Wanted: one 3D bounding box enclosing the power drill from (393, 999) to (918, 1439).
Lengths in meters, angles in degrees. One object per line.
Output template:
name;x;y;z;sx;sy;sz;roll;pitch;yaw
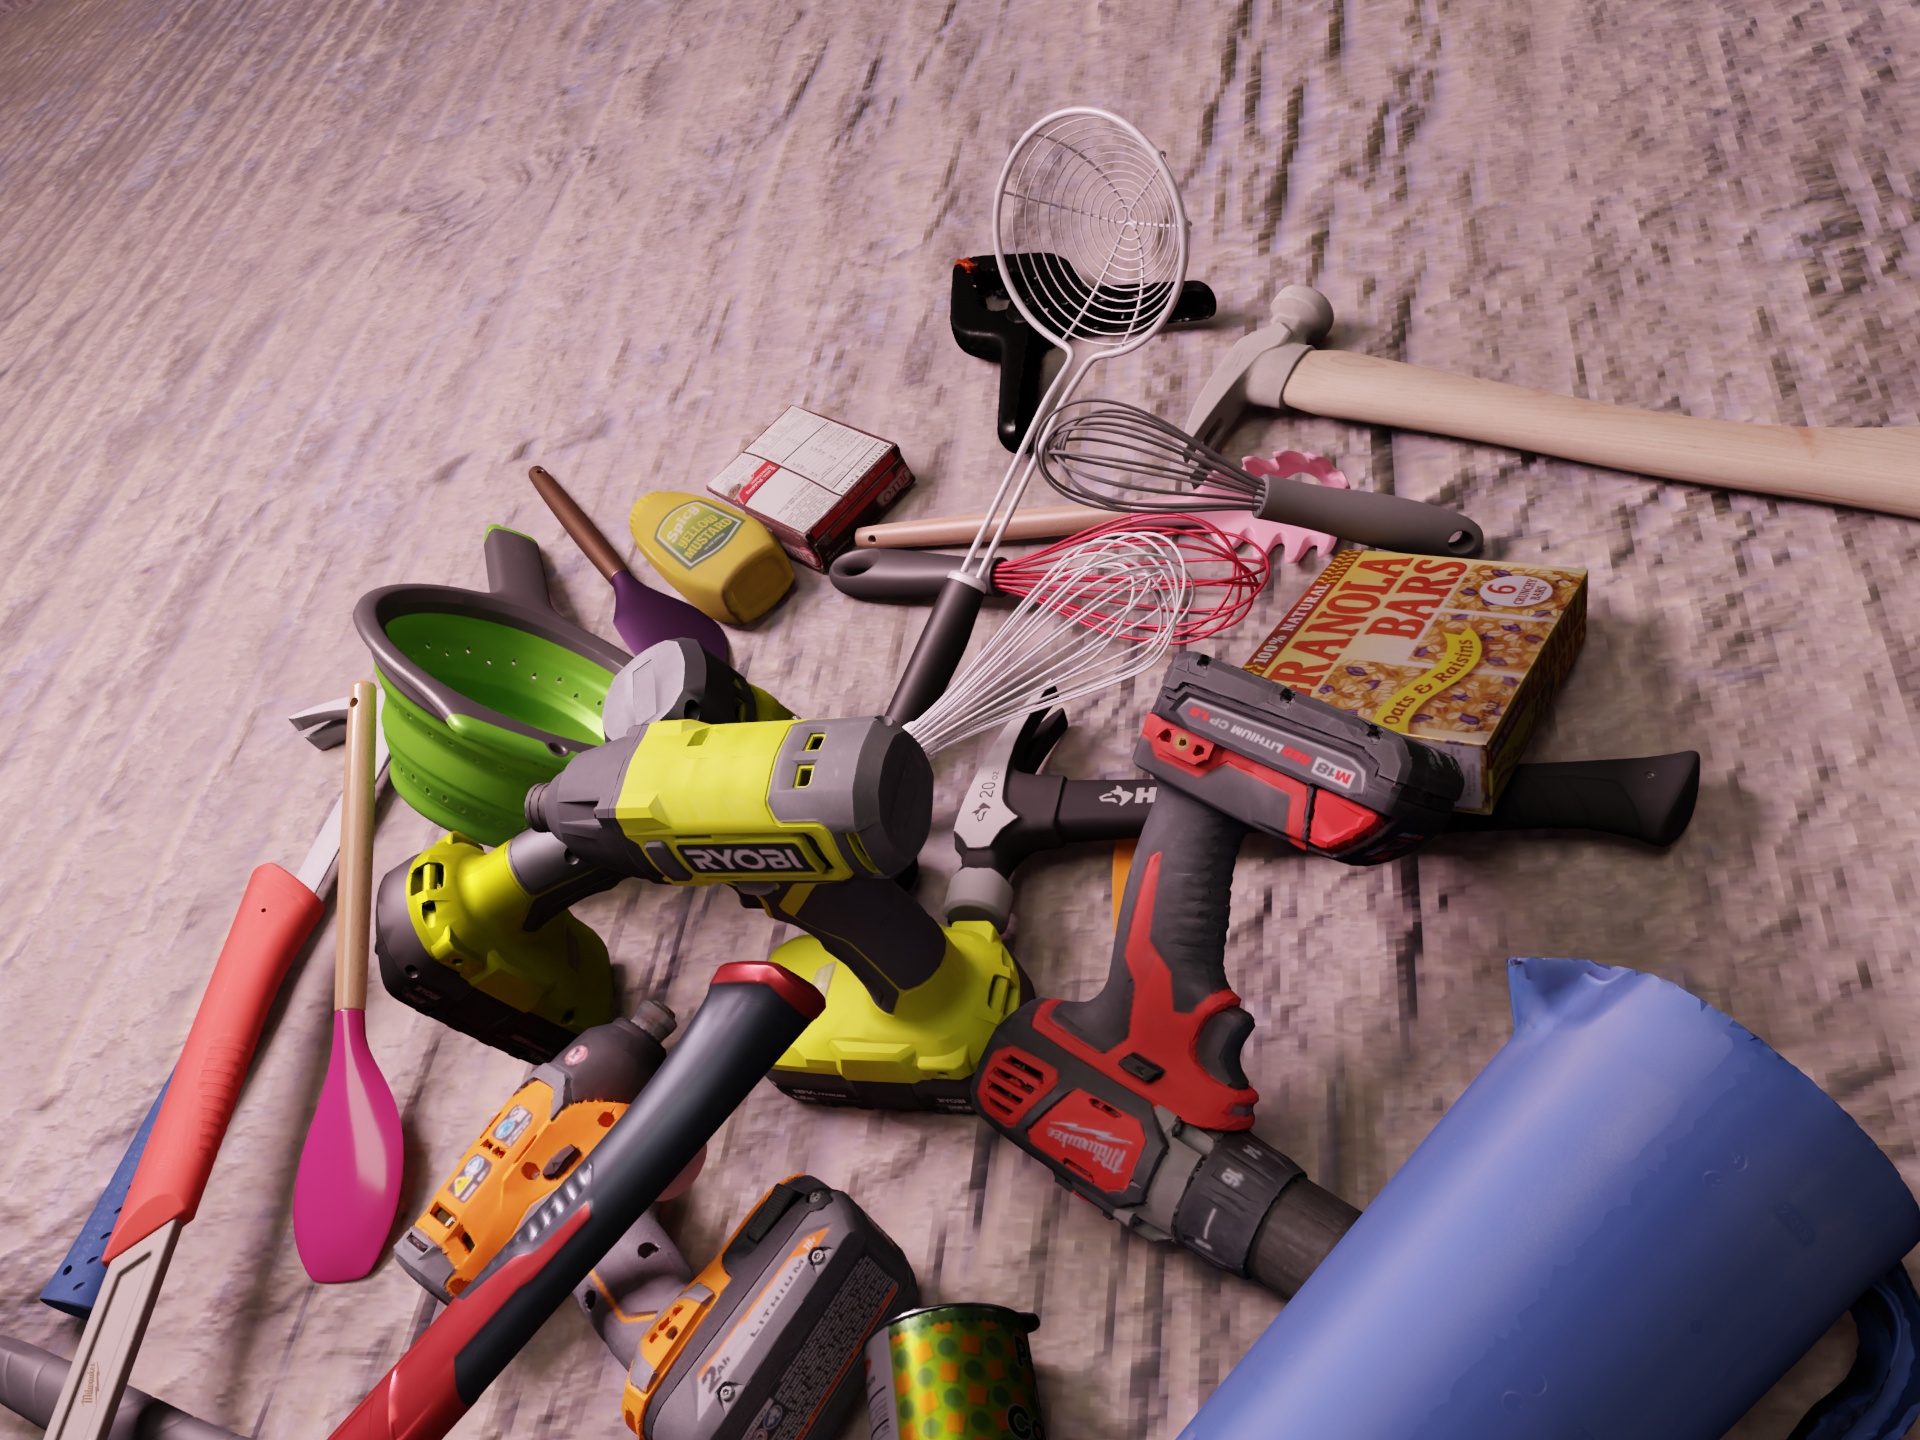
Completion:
power drill;-0.131;0.219;0.700;0.227;0.084;0.164;16;60;40

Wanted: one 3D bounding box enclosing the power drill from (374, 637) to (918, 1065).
power drill;-0.149;0.076;0.779;0.228;0.190;0.080;-33;44;17

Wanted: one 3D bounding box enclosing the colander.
colander;-0.278;-0.023;0.968;0.094;0.204;0.397;-63;27;14

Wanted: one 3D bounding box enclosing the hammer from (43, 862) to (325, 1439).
hammer;-0.398;0.222;0.787;0.149;0.036;0.359;-5;46;4

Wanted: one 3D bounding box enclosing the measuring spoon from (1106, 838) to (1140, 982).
measuring spoon;0.083;0.085;0.761;0.021;0.011;0.117;-7;46;17

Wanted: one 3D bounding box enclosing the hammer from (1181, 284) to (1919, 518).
hammer;0.313;-0.147;0.830;0.411;0.038;0.146;20;64;36

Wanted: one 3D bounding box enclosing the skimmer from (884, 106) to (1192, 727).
skimmer;0.014;-0.138;0.840;0.127;0.090;0.363;23;87;34

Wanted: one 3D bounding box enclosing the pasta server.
pasta server;0.073;-0.116;0.919;0.316;0.060;0.040;-1;16;28

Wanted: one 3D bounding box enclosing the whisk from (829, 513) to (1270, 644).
whisk;0.039;-0.080;0.895;0.296;0.073;0.073;5;54;37

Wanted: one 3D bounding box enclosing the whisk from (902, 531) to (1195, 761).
whisk;-0.001;-0.002;0.792;0.284;0.070;0.070;-35;40;29

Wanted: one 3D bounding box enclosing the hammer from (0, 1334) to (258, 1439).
hammer;-0.491;0.312;0.795;0.409;0.036;0.149;8;87;26

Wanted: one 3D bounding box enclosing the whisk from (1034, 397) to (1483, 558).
whisk;0.154;-0.116;0.804;0.239;0.055;0.055;11;50;-9

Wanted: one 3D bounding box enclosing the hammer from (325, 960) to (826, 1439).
hammer;-0.183;0.253;0.612;0.386;0.038;0.143;-47;55;-4

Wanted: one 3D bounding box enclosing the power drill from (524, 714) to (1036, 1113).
power drill;-0.069;0.083;0.684;0.171;0.223;0.080;-3;50;24

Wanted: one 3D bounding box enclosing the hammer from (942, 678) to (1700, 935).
hammer;0.162;0.035;0.741;0.335;0.035;0.146;-3;44;21

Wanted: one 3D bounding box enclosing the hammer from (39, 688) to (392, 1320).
hammer;-0.412;0.142;0.931;0.144;0.035;0.406;-2;51;24

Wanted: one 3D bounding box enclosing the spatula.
spatula;-0.235;-0.106;1.069;0.059;0.018;0.316;-17;38;-26

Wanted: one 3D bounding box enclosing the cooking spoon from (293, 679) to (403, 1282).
cooking spoon;-0.322;0.128;0.839;0.069;0.017;0.319;-13;68;19

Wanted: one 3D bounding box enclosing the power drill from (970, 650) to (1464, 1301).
power drill;0.119;0.105;0.629;0.188;0.080;0.226;26;97;32

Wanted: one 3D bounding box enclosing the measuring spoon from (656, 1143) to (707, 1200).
measuring spoon;-0.159;0.206;0.656;0.124;0.018;0.034;-36;38;-3
